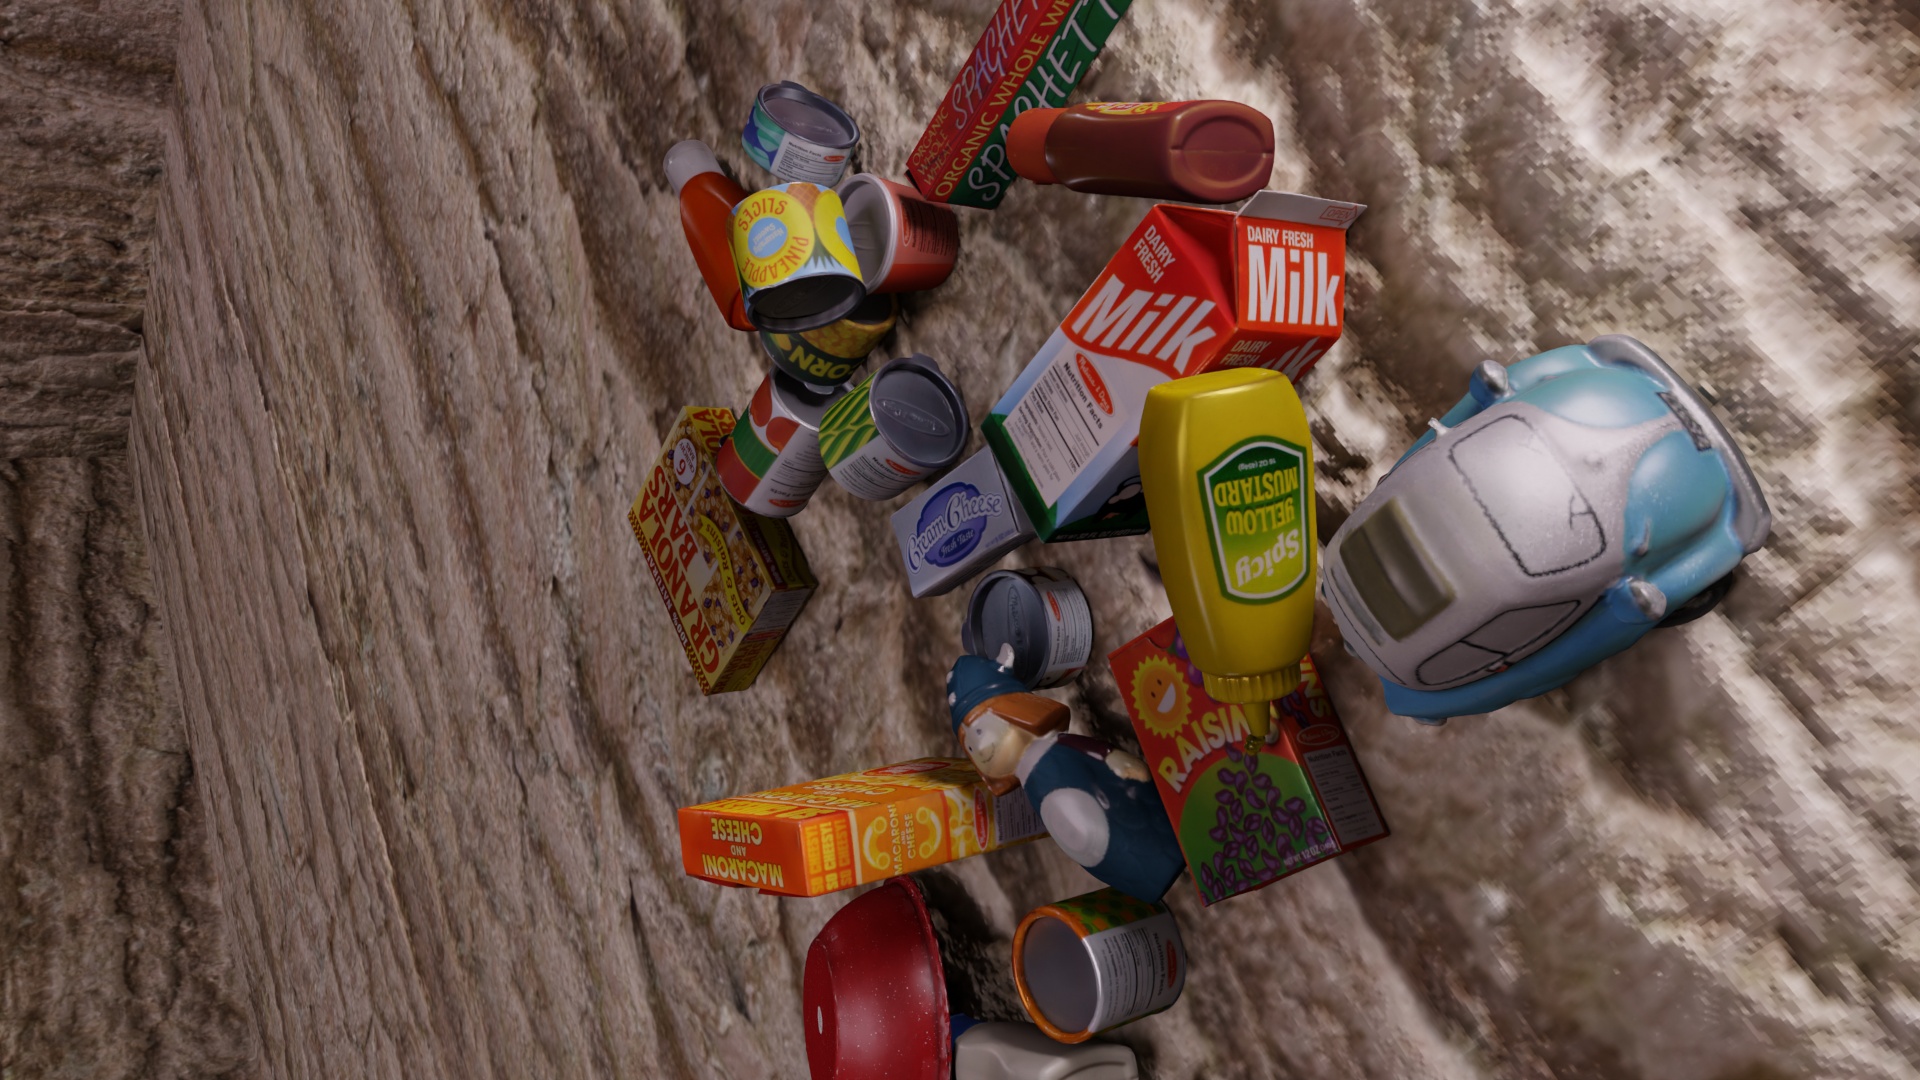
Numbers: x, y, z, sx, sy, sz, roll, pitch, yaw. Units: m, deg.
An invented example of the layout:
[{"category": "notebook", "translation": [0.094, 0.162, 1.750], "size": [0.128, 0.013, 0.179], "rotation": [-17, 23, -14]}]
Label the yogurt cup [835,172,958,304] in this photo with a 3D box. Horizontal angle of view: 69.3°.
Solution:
[{"category": "yogurt cup", "translation": [-0.038, -0.171, 0.788], "size": [0.072, 0.054, 0.072], "rotation": [5, 97, 50]}]

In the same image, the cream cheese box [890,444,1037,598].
[{"category": "cream cheese box", "translation": [0.003, -0.010, 0.774], "size": [0.103, 0.024, 0.053], "rotation": [-34, 67, 47]}]

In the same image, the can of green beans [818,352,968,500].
[{"category": "can of green beans", "translation": [-0.039, -0.062, 0.788], "size": [0.057, 0.071, 0.071], "rotation": [-29, 71, 48]}]

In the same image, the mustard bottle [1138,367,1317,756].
[{"category": "mustard bottle", "translation": [0.113, 0.013, 0.559], "size": [0.049, 0.065, 0.159], "rotation": [-154, 51, -70]}]

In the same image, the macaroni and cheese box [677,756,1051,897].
[{"category": "macaroni and cheese box", "translation": [-0.045, 0.148, 0.731], "size": [0.123, 0.167, 0.040], "rotation": [-9, 87, 51]}]

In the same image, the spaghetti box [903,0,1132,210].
[{"category": "spaghetti box", "translation": [0.052, -0.262, 0.675], "size": [0.248, 0.050, 0.029], "rotation": [-51, 54, 40]}]

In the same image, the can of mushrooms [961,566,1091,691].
[{"category": "can of mushrooms", "translation": [0.034, 0.047, 0.733], "size": [0.071, 0.033, 0.071], "rotation": [7, 99, 50]}]

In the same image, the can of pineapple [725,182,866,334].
[{"category": "can of pineapple", "translation": [-0.091, -0.153, 0.754], "size": [0.070, 0.071, 0.058], "rotation": [-33, 68, 47]}]

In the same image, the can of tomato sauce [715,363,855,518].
[{"category": "can of tomato sauce", "translation": [-0.108, -0.066, 0.872], "size": [0.082, 0.071, 0.071], "rotation": [-50, 56, 39]}]

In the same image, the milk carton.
[{"category": "milk carton", "translation": [0.096, -0.083, 0.618], "size": [0.189, 0.072, 0.073], "rotation": [-50, 56, 41]}]

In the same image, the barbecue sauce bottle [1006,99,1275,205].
[{"category": "barbecue sauce bottle", "translation": [0.075, -0.182, 0.647], "size": [0.149, 0.065, 0.043], "rotation": [27, 119, 56]}]

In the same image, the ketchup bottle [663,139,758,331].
[{"category": "ketchup bottle", "translation": [-0.161, -0.213, 0.944], "size": [0.064, 0.043, 0.149], "rotation": [-55, 53, 37]}]

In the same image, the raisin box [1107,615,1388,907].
[{"category": "raisin box", "translation": [0.124, 0.090, 0.622], "size": [0.085, 0.040, 0.123], "rotation": [-40, 62, 45]}]

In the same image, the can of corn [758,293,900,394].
[{"category": "can of corn", "translation": [-0.077, -0.132, 0.829], "size": [0.058, 0.071, 0.071], "rotation": [-43, 60, 43]}]

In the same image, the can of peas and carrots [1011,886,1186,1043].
[{"category": "can of peas and carrots", "translation": [0.066, 0.208, 0.687], "size": [0.071, 0.059, 0.071], "rotation": [5, 96, 50]}]

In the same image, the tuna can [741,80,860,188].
[{"category": "tuna can", "translation": [-0.099, -0.248, 0.847], "size": [0.071, 0.071, 0.032], "rotation": [57, 133, 31]}]

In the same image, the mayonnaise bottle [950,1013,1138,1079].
[{"category": "mayonnaise bottle", "translation": [0.030, 0.279, 0.734], "size": [0.147, 0.065, 0.041], "rotation": [-21, 74, 60]}]

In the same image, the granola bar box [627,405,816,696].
[{"category": "granola bar box", "translation": [-0.171, 0.006, 0.976], "size": [0.123, 0.039, 0.166], "rotation": [-53, 54, 38]}]
